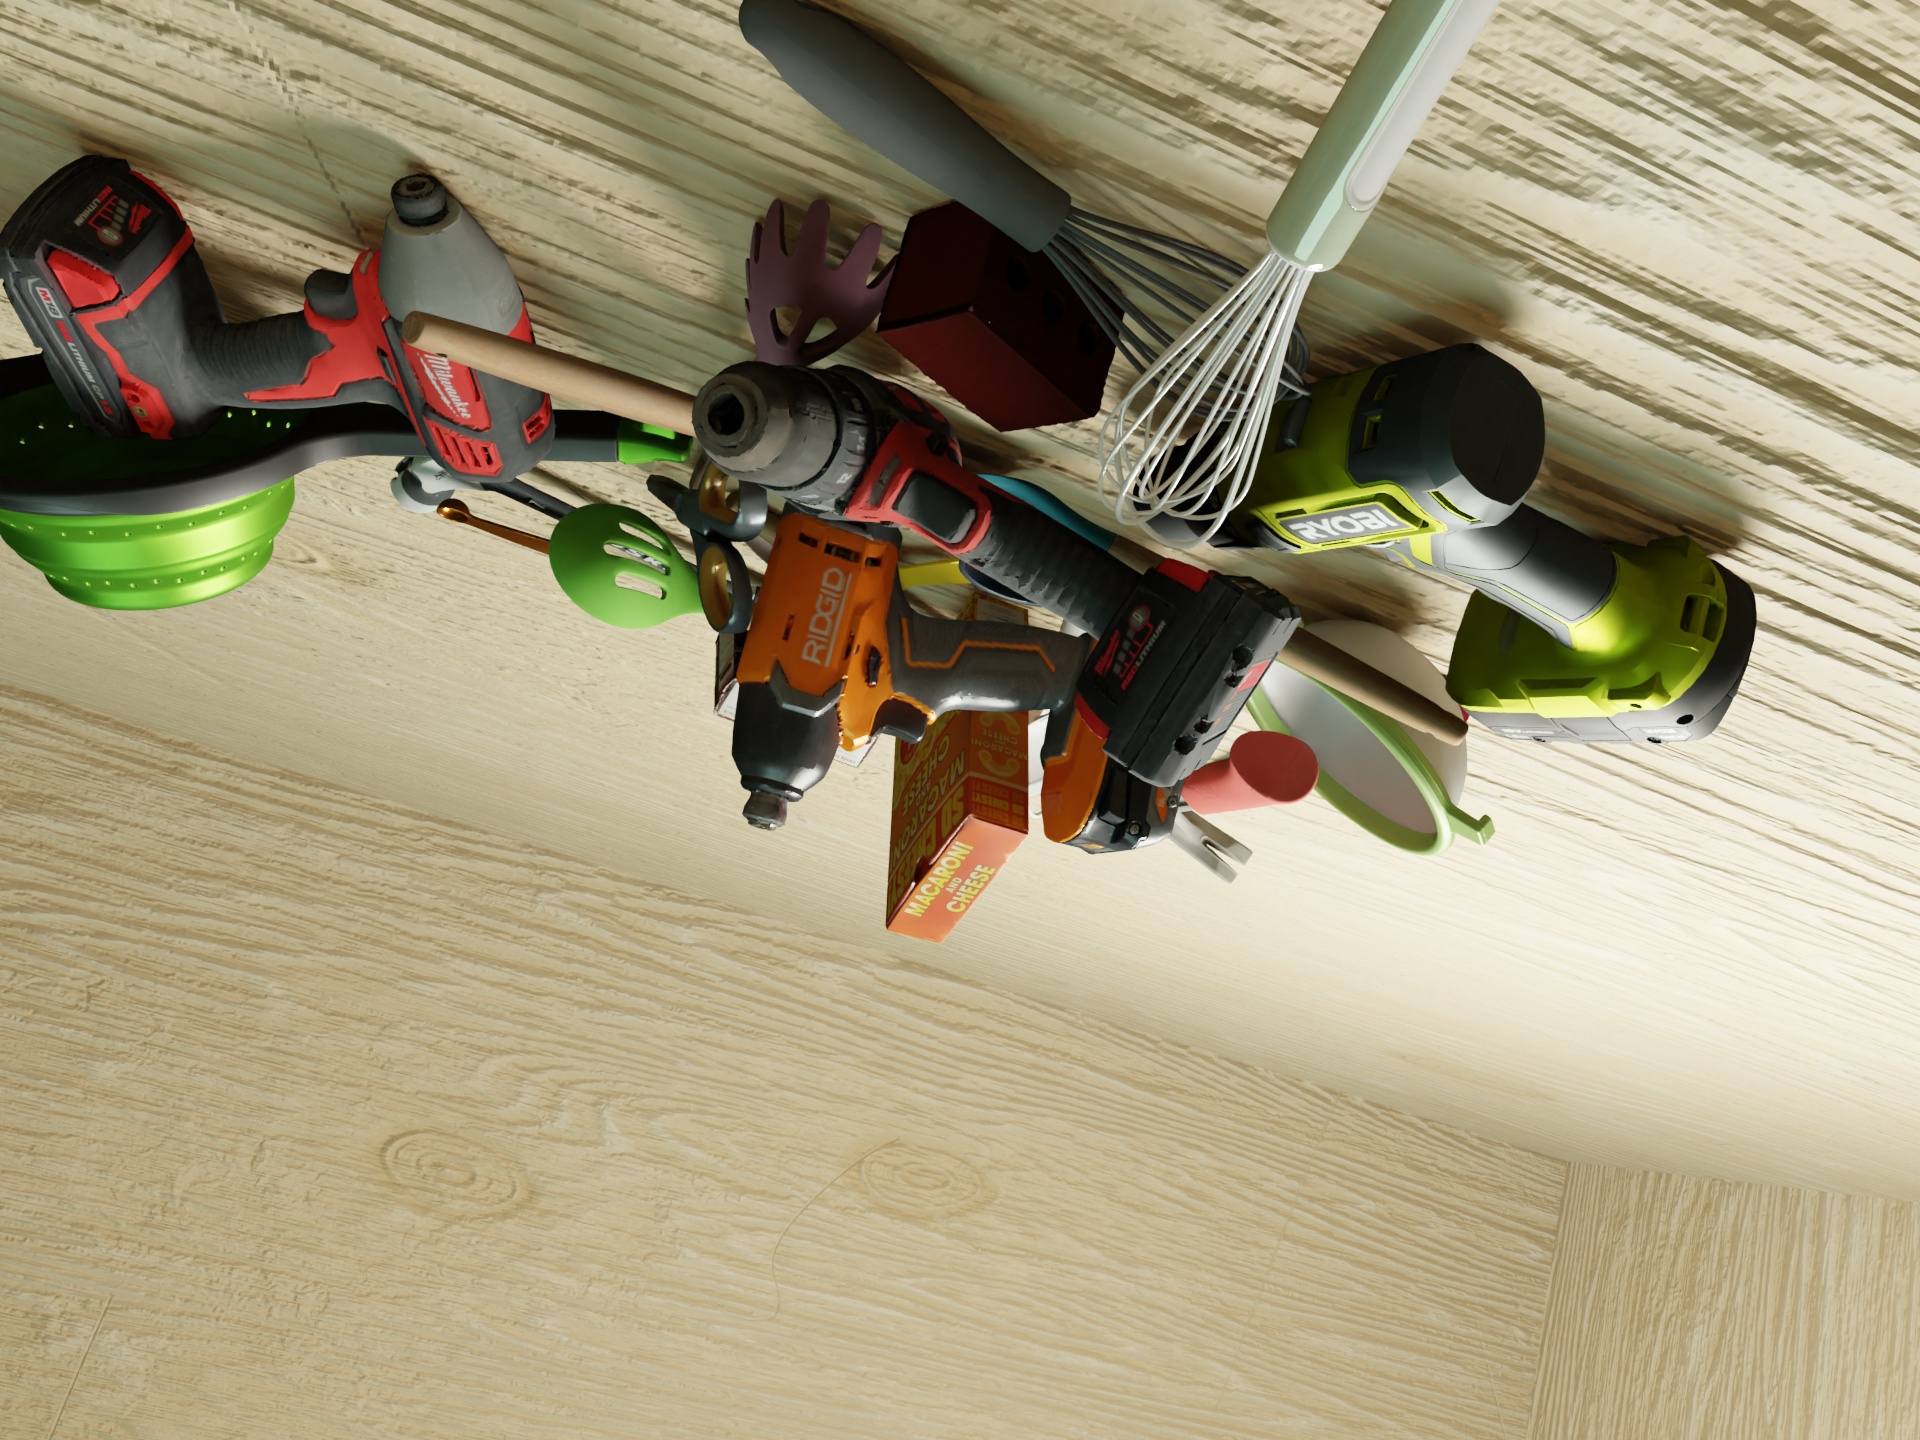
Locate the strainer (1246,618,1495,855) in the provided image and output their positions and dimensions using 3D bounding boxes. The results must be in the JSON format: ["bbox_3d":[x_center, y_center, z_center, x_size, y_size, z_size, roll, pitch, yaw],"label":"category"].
[{"bbox_3d":[0.218,0.004,0.897,0.151,0.069,0.256,47,172,3],"label":"strainer"}]

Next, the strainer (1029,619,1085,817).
[{"bbox_3d":[0.058,-0.022,0.953,0.087,0.050,0.258,-21,154,-20],"label":"strainer"}]

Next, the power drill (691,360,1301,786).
[{"bbox_3d":[0.011,-0.069,0.623,0.227,0.080,0.188,34,-167,13],"label":"power drill"}]

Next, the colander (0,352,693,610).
[{"bbox_3d":[-0.339,-0.118,0.827,0.397,0.205,0.094,1,122,-4],"label":"colander"}]

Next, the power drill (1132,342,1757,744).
[{"bbox_3d":[0.200,-0.069,0.670,0.228,0.080,0.190,26,166,-28],"label":"power drill"}]

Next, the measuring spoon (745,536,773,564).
[{"bbox_3d":[-0.101,-0.095,0.967,0.124,0.034,0.018,42,-173,-48],"label":"measuring spoon"}]

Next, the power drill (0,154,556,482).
[{"bbox_3d":[-0.299,-0.183,0.712,0.219,0.079,0.143,8,141,8],"label":"power drill"}]

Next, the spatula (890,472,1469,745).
[{"bbox_3d":[0.089,-0.059,0.754,0.317,0.044,0.082,29,-176,9],"label":"spatula"}]

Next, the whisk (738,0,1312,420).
[{"bbox_3d":[0.029,-0.171,0.538,0.238,0.055,0.055,28,161,-25],"label":"whisk"}]

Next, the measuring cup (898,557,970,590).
[{"bbox_3d":[-0.019,-0.073,0.901,0.156,0.029,0.062,-4,144,26],"label":"measuring cup"}]

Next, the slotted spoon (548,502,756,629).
[{"bbox_3d":[-0.111,-0.059,0.945,0.031,0.070,0.313,-13,160,34],"label":"slotted spoon"}]

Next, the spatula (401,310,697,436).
[{"bbox_3d":[-0.107,-0.131,0.701,0.060,0.018,0.315,3,178,35],"label":"spatula"}]

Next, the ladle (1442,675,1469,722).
[{"bbox_3d":[0.228,0.017,1.036,0.069,0.031,0.315,23,165,-10],"label":"ladle"}]

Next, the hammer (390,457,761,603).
[{"bbox_3d":[-0.147,-0.086,1.017,0.408,0.036,0.149,24,161,-31],"label":"hammer"}]

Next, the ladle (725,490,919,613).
[{"bbox_3d":[-0.028,-0.048,0.996,0.078,0.062,0.319,-23,141,33],"label":"ladle"}]

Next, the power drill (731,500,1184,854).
[{"bbox_3d":[-0.001,-0.003,0.798,0.226,0.164,0.084,18,168,-14],"label":"power drill"}]

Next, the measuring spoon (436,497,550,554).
[{"bbox_3d":[-0.253,-0.110,0.948,0.116,0.011,0.021,18,160,-27],"label":"measuring spoon"}]

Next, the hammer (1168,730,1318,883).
[{"bbox_3d":[0.165,0.050,1.012,0.149,0.037,0.359,37,173,-1],"label":"hammer"}]

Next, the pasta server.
[{"bbox_3d":[-0.095,-0.155,0.743,0.060,0.040,0.316,19,168,-15],"label":"pasta server"}]

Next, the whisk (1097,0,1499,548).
[{"bbox_3d":[0.099,-0.136,0.475,0.058,0.059,0.246,-21,157,-29],"label":"whisk"}]
